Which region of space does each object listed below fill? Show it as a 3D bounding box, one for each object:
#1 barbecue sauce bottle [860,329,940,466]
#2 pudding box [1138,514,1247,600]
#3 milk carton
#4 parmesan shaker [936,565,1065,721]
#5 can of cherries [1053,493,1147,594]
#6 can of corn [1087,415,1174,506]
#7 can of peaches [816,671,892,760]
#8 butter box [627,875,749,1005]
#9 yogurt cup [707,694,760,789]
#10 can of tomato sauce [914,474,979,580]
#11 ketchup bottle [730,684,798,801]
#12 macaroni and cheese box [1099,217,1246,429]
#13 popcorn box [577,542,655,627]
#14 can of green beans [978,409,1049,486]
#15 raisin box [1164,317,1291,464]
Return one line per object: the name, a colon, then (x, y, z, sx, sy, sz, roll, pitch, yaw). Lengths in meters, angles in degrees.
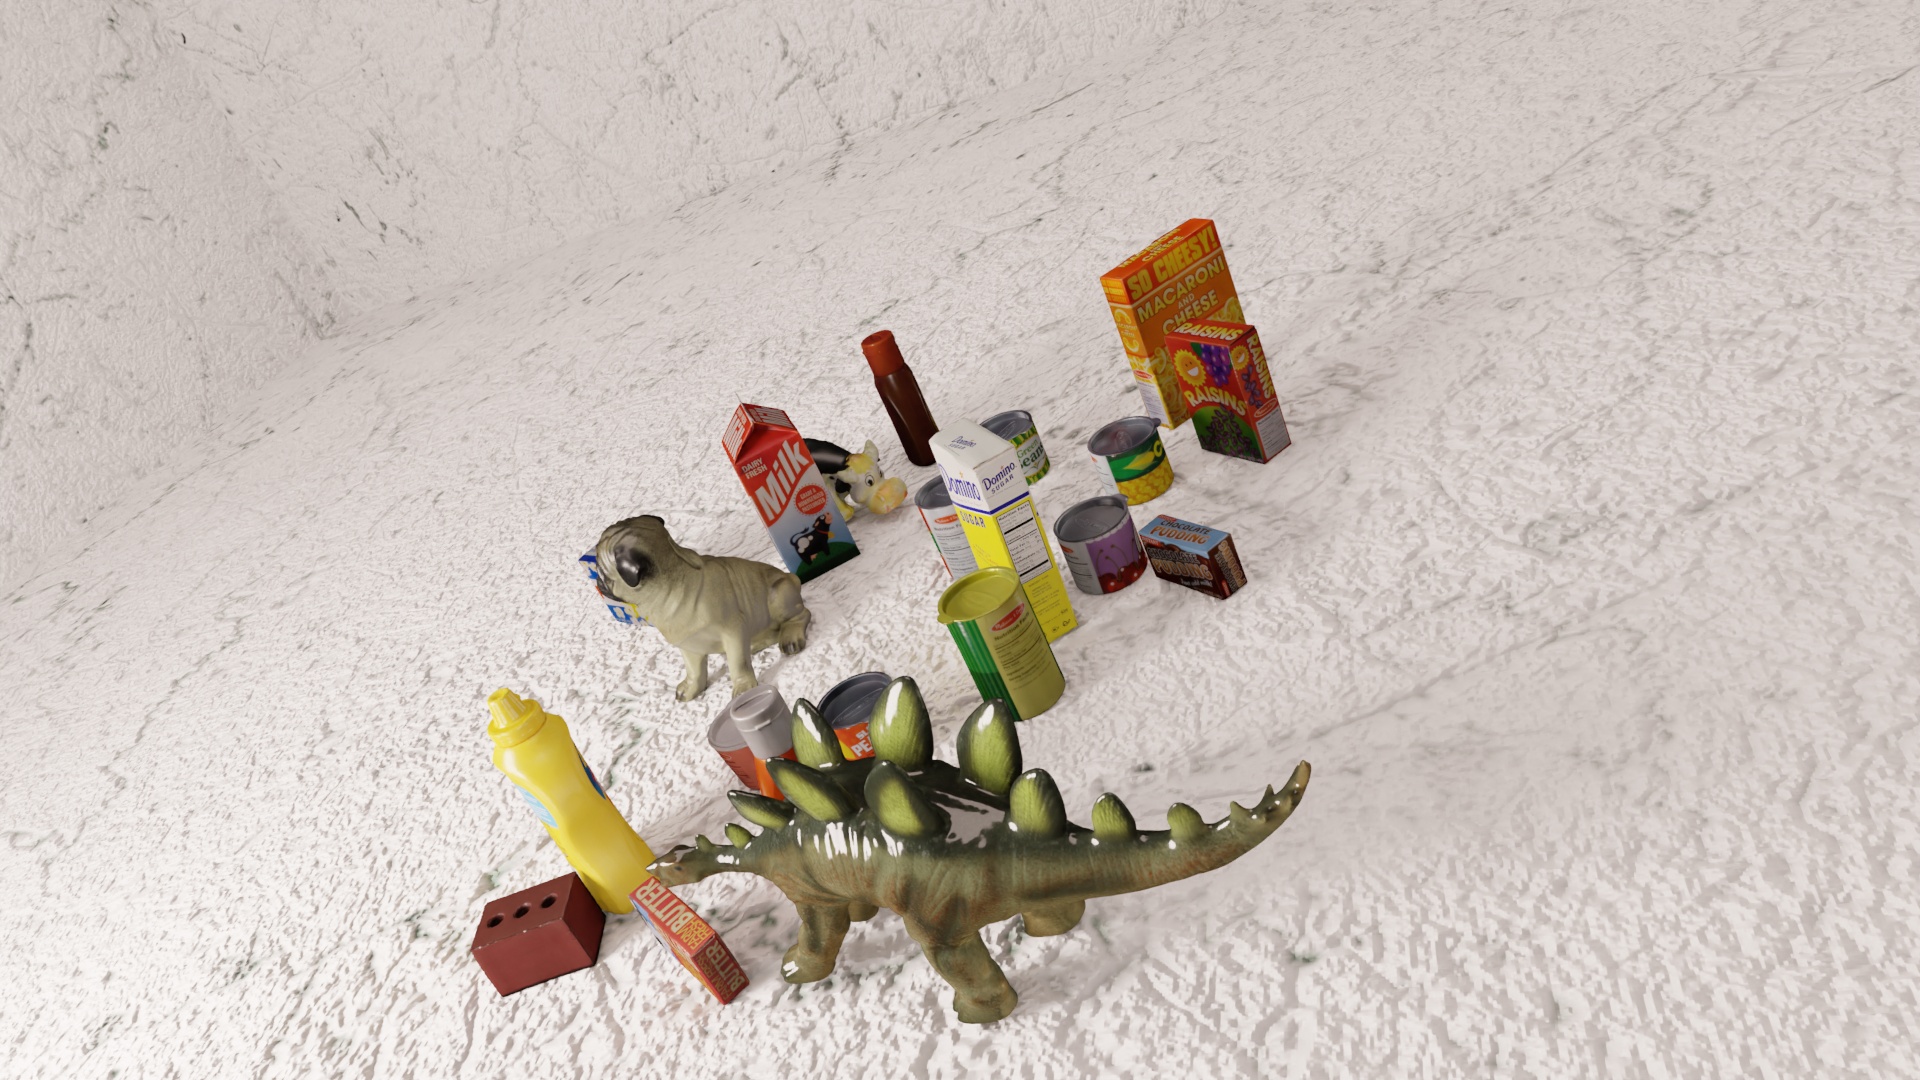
barbecue sauce bottle: (-0.062, -0.154, 1.493, 0.044, 0.148, 0.065, -29, 28, -8)
pudding box: (0.186, 0.012, 1.116, 0.030, 0.049, 0.084, -36, 30, -22)
milk carton: (-0.176, -0.058, 1.371, 0.073, 0.189, 0.072, -28, 28, -7)
parmesan shaker: (0.030, 0.081, 1.060, 0.071, 0.102, 0.071, -19, 28, 11)
can of cherries: (0.121, 0.003, 1.173, 0.071, 0.058, 0.072, -19, 28, 11)
can of corn: (0.159, -0.074, 1.277, 0.071, 0.058, 0.071, -19, 28, 11)
can of peaches: (-0.070, 0.145, 1.076, 0.071, 0.058, 0.071, -19, 28, 11)
butter box: (-0.187, 0.273, 0.951, 0.024, 0.053, 0.103, -38, 31, -24)
yogurt cup: (-0.162, 0.164, 1.121, 0.072, 0.053, 0.073, -19, 28, 11)
can of tomato sauce: (0.005, -0.016, 1.271, 0.071, 0.082, 0.071, -19, 28, 11)
ketchup bottle: (-0.112, 0.168, 0.972, 0.065, 0.148, 0.044, -28, 27, -6)
macaroni and cheese box: (0.215, -0.212, 1.357, 0.124, 0.165, 0.040, -35, 29, -20)
popcorn box: (-0.325, 0.045, 1.421, 0.126, 0.085, 0.038, 4, 38, 42)
can of green beans: (0.050, -0.089, 1.390, 0.071, 0.057, 0.071, -19, 28, 11)
raisin box: (0.241, -0.136, 1.251, 0.040, 0.123, 0.086, -36, 29, -21)
